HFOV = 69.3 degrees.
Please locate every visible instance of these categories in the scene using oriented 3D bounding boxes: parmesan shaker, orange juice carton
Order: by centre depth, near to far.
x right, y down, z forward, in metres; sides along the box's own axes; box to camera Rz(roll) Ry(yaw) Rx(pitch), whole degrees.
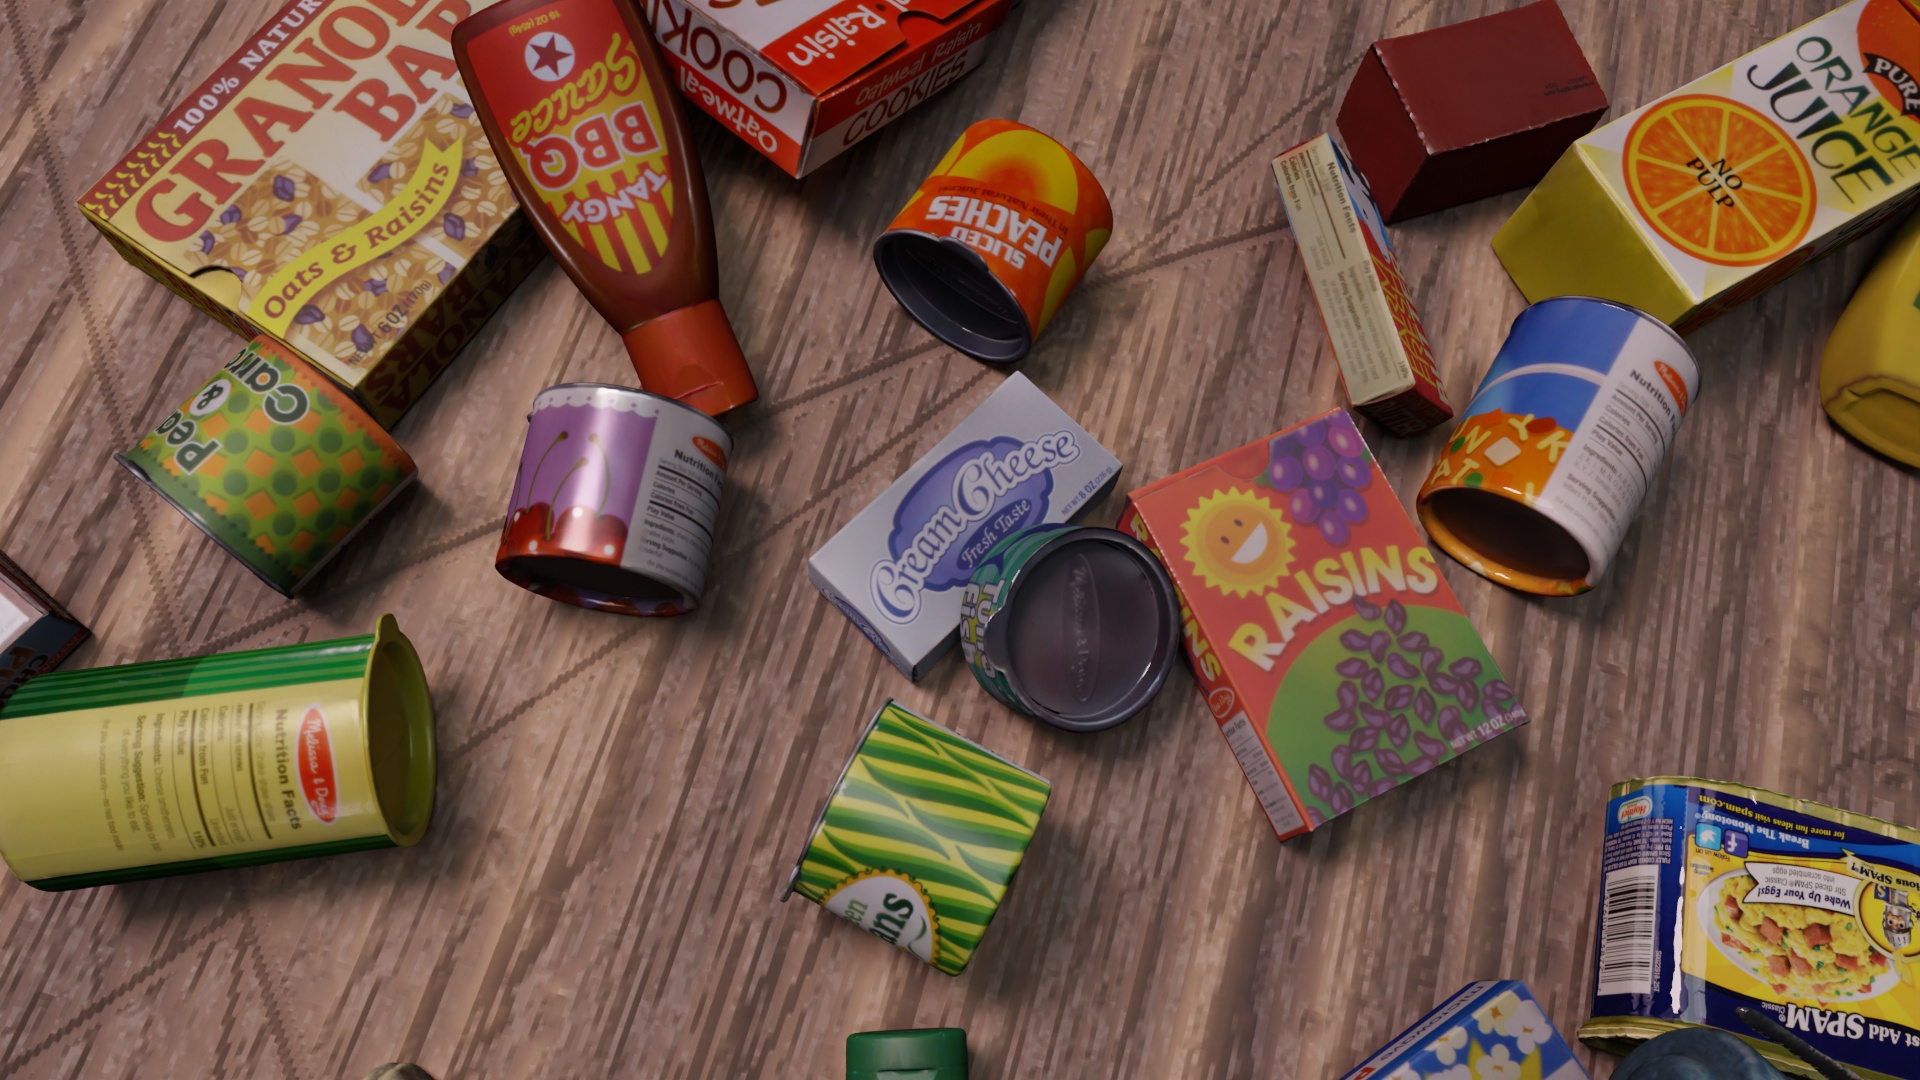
[{"bbox_3d":[-0.220,0.063,0.418,0.103,0.071,0.071,-6,72,-5],"label":"parmesan shaker"},{"bbox_3d":[0.308,-0.140,0.524,0.193,0.071,0.073,-28,76,-12],"label":"orange juice carton"}]

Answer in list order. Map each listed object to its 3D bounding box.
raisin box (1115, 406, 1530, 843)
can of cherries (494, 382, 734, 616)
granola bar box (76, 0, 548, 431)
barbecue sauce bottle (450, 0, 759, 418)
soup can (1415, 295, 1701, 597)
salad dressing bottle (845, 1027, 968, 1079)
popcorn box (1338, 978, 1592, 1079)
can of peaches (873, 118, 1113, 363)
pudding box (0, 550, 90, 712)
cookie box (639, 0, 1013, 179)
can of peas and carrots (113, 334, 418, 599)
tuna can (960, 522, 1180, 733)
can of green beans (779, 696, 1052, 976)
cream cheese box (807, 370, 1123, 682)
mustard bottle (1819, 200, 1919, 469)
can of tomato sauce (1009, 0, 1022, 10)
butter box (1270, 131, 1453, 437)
[{"bbox_3d":[0.118,0.027,0.470,0.086,0.040,0.123,-23,74,-10],"label":"raisin box"},{"bbox_3d":[-0.114,-0.011,0.454,0.071,0.071,0.058,8,72,-1],"label":"can of cherries"},{"bbox_3d":[-0.206,-0.140,0.503,0.124,0.039,0.166,32,72,7],"label":"granola bar box"},{"bbox_3d":[-0.113,-0.110,0.472,0.065,0.044,0.148,-22,99,-2],"label":"barbecue sauce bottle"},{"bbox_3d":[0.205,-0.032,0.484,0.071,0.071,0.084,33,73,7],"label":"soup can"},{"bbox_3d":[-0.013,0.217,0.393,0.064,0.044,0.148,-2,71,-2],"label":"salad dressing bottle"},{"bbox_3d":[0.139,0.201,0.412,0.127,0.038,0.085,-30,77,-13],"label":"popcorn box"},{"bbox_3d":[0.013,-0.107,0.491,0.071,0.071,0.058,33,71,7],"label":"can of peaches"},{"bbox_3d":[-0.330,0.042,0.437,0.050,0.030,0.084,37,73,7],"label":"pudding box"},{"bbox_3d":[-0.081,-0.219,0.519,0.167,0.040,0.123,38,52,9],"label":"cookie box"},{"bbox_3d":[-0.222,-0.025,0.447,0.071,0.070,0.059,37,72,8],"label":"can of peas and carrots"},{"bbox_3d":[0.033,0.028,0.452,0.071,0.033,0.071,-2,94,-25],"label":"tuna can"},{"bbox_3d":[-0.012,0.090,0.425,0.058,0.071,0.071,27,72,5],"label":"can of green beans"},{"bbox_3d":[0.002,-0.006,0.481,0.053,0.024,0.104,43,74,11],"label":"cream cheese box"},{"bbox_3d":[0.384,-0.104,0.528,0.065,0.048,0.161,32,72,5],"label":"mustard bottle"},{"bbox_3d":[0.024,-0.264,0.549,0.071,0.071,0.083,38,72,9],"label":"can of tomato sauce"},{"bbox_3d":[0.146,-0.091,0.504,0.024,0.053,0.104,-23,70,29],"label":"butter box"}]
